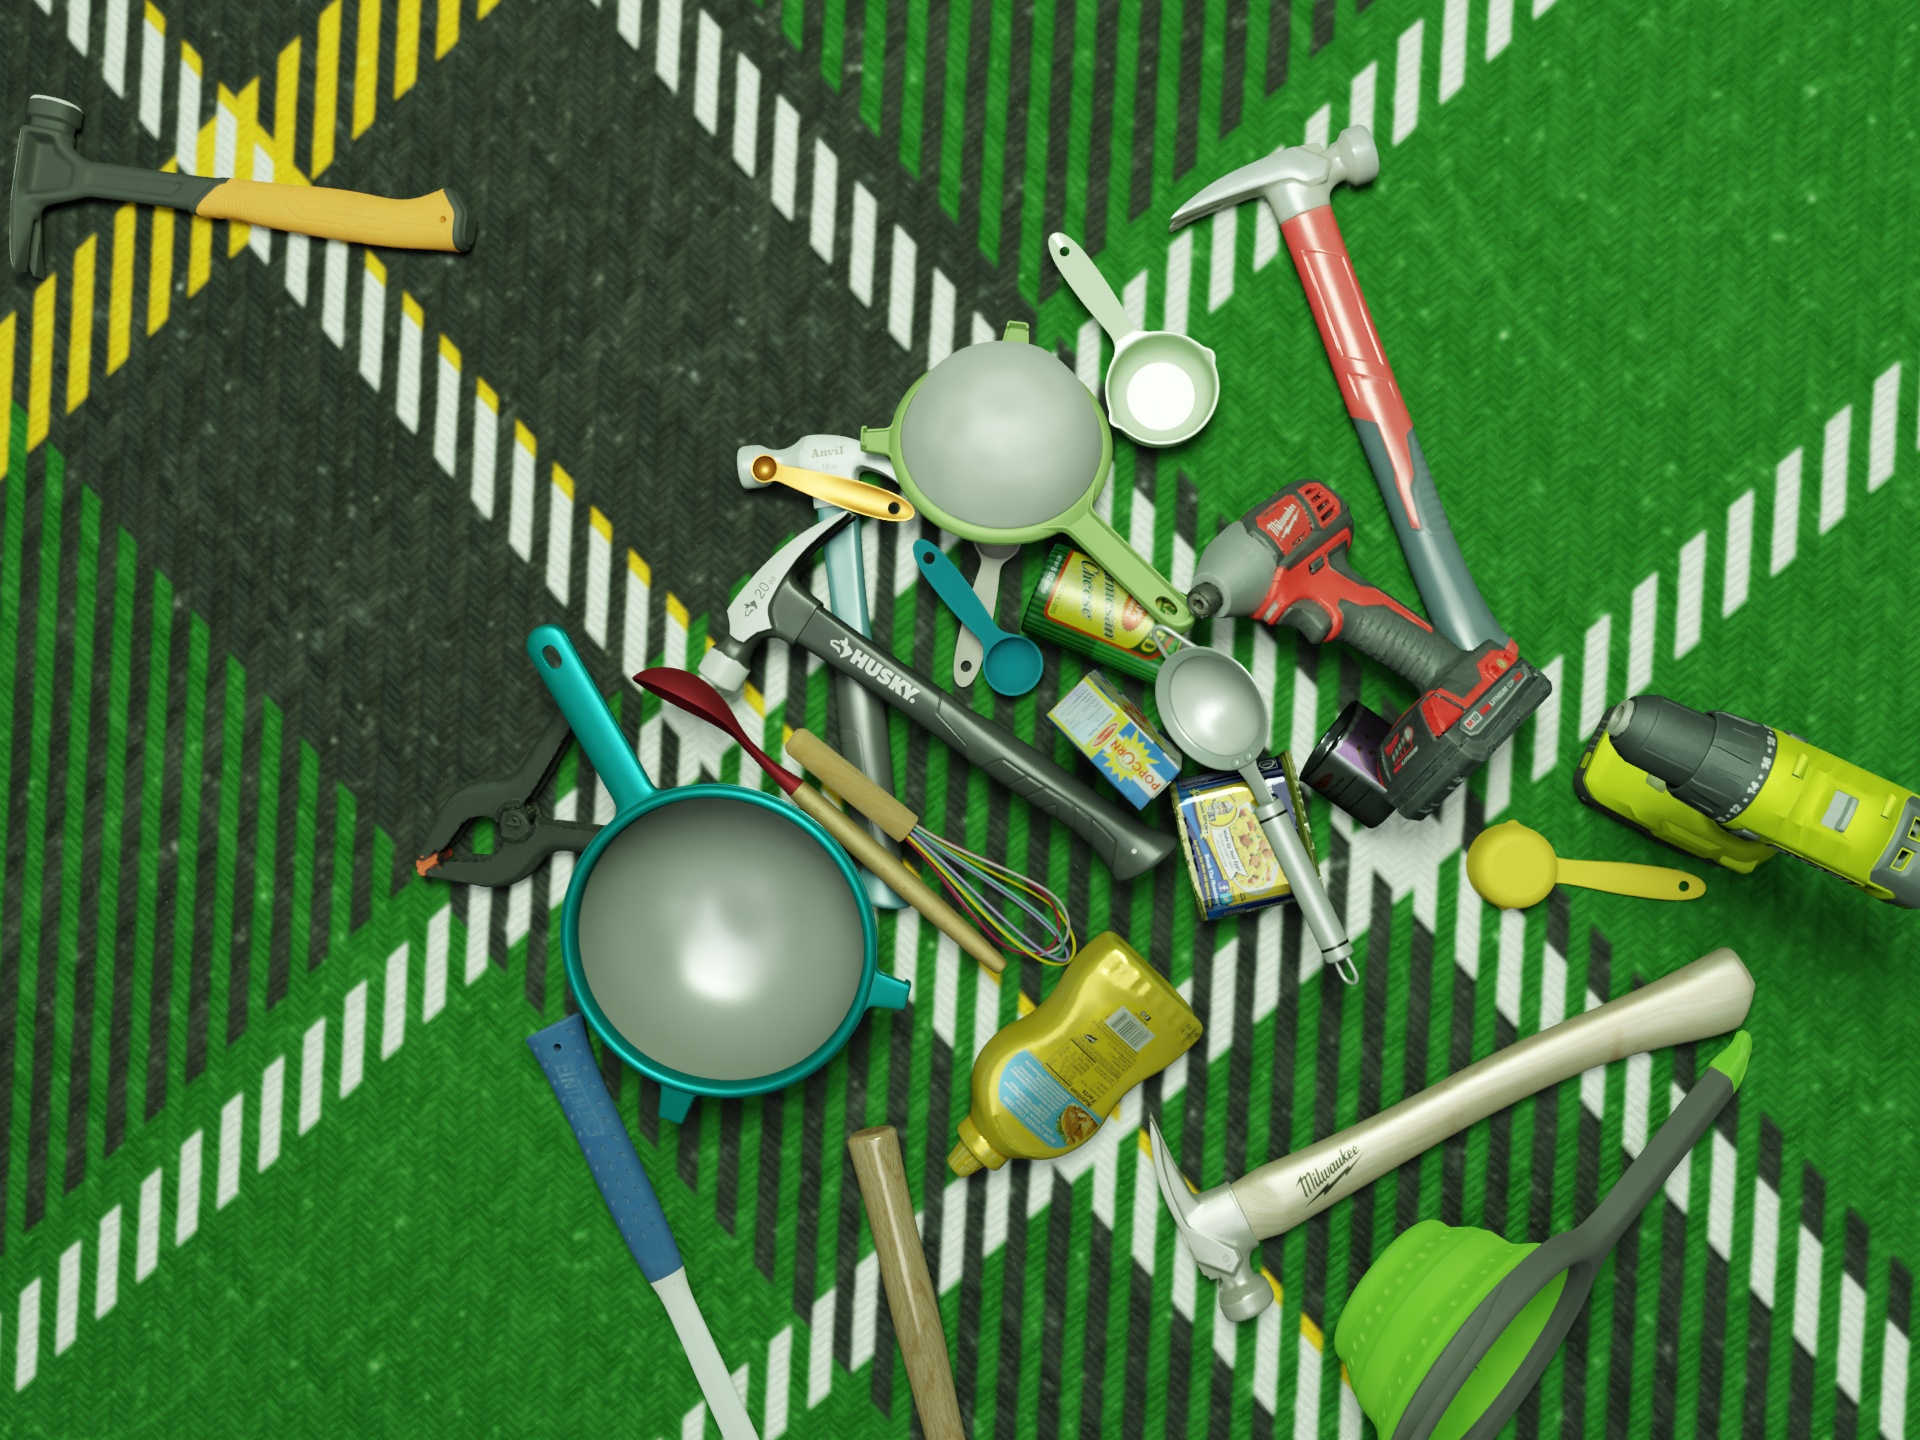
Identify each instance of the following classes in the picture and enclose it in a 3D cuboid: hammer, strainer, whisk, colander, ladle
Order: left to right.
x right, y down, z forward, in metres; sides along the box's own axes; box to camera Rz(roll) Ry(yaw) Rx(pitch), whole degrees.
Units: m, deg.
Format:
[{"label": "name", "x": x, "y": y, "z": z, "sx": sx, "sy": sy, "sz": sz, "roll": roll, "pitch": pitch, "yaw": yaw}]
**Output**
[{"label": "hammer", "x": -0.513, "y": -0.363, "z": 1.137, "sx": 0.337, "sy": 0.034, "sz": 0.127, "roll": 8, "pitch": 90, "yaw": 5}, {"label": "hammer", "x": -0.207, "y": 0.400, "z": 1.112, "sx": 0.144, "sy": 0.035, "sz": 0.405, "roll": -25, "pitch": 88, "yaw": 4}, {"label": "strainer", "x": -0.185, "y": 0.083, "z": 1.070, "sx": 0.211, "sy": 0.095, "sz": 0.340, "roll": -29, "pitch": 93, "yaw": 10}, {"label": "ladle", "x": -0.090, "y": 0.064, "z": 1.065, "sx": 0.315, "sy": 0.069, "sz": 0.031, "roll": 41, "pitch": 81, "yaw": -1}, {"label": "hammer", "x": -0.073, "y": -0.033, "z": 1.101, "sx": 0.128, "sy": 0.033, "sz": 0.331, "roll": -6, "pitch": 90, "yaw": 6}, {"label": "hammer", "x": -0.020, "y": 0.444, "z": 1.099, "sx": 0.130, "sy": 0.031, "sz": 0.331, "roll": -14, "pitch": 89, "yaw": 5}, {"label": "whisk", "x": -0.017, "y": 0.086, "z": 1.073, "sx": 0.245, "sy": 0.051, "sz": 0.047, "roll": 39, "pitch": 67, "yaw": -8}, {"label": "hammer", "x": -0.002, "y": -0.003, "z": 1.059, "sx": 0.335, "sy": 0.035, "sz": 0.146, "roll": 34, "pitch": 95, "yaw": 5}, {"label": "strainer", "x": 0.063, "y": -0.159, "z": 1.030, "sx": 0.151, "sy": 0.069, "sz": 0.256, "roll": -38, "pitch": 73, "yaw": -16}, {"label": "strainer", "x": 0.195, "y": 0.050, "z": 1.016, "sx": 0.050, "sy": 0.087, "sz": 0.258, "roll": -21, "pitch": 84, "yaw": -39}, {"label": "hammer", "x": 0.269, "y": -0.194, "z": 1.069, "sx": 0.143, "sy": 0.038, "sz": 0.386, "roll": -20, "pitch": 88, "yaw": 6}, {"label": "hammer", "x": 0.329, "y": 0.248, "z": 1.067, "sx": 0.410, "sy": 0.038, "sz": 0.146, "roll": -27, "pitch": 87, "yaw": 4}, {"label": "colander", "x": 0.364, "y": 0.334, "z": 1.034, "sx": 0.397, "sy": 0.204, "sz": 0.095, "roll": -45, "pitch": 52, "yaw": -12}]

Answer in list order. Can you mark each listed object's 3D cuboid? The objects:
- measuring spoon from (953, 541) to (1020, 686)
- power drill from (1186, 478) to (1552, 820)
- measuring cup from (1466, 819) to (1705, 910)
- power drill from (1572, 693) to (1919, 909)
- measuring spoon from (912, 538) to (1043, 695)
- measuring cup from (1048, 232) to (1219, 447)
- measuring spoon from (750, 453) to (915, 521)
[{"label": "measuring spoon", "x": 0.014, "y": -0.084, "z": 1.105, "sx": 0.034, "sy": 0.018, "sz": 0.124, "roll": 12, "pitch": 98, "yaw": -11}, {"label": "power drill", "x": 0.250, "y": -0.050, "z": 1.013, "sx": 0.220, "sy": 0.078, "sz": 0.143, "roll": 45, "pitch": 54, "yaw": 13}, {"label": "measuring cup", "x": 0.419, "y": 0.104, "z": 1.060, "sx": 0.156, "sy": 0.029, "sz": 0.062, "roll": 6, "pitch": 91, "yaw": 6}, {"label": "power drill", "x": 0.457, "y": 0.038, "z": 0.957, "sx": 0.190, "sy": 0.228, "sz": 0.080, "roll": 25, "pitch": 92, "yaw": 4}, {"label": "measuring spoon", "x": 0.008, "y": -0.072, "z": 1.090, "sx": 0.042, "sy": 0.021, "sz": 0.128, "roll": -39, "pitch": 98, "yaw": -3}, {"label": "measuring cup", "x": 0.111, "y": -0.260, "z": 1.084, "sx": 0.083, "sy": 0.038, "sz": 0.167, "roll": -35, "pitch": 85, "yaw": 4}, {"label": "measuring spoon", "x": -0.086, "y": -0.157, "z": 1.081, "sx": 0.117, "sy": 0.011, "sz": 0.021, "roll": 17, "pitch": 90, "yaw": 3}]
